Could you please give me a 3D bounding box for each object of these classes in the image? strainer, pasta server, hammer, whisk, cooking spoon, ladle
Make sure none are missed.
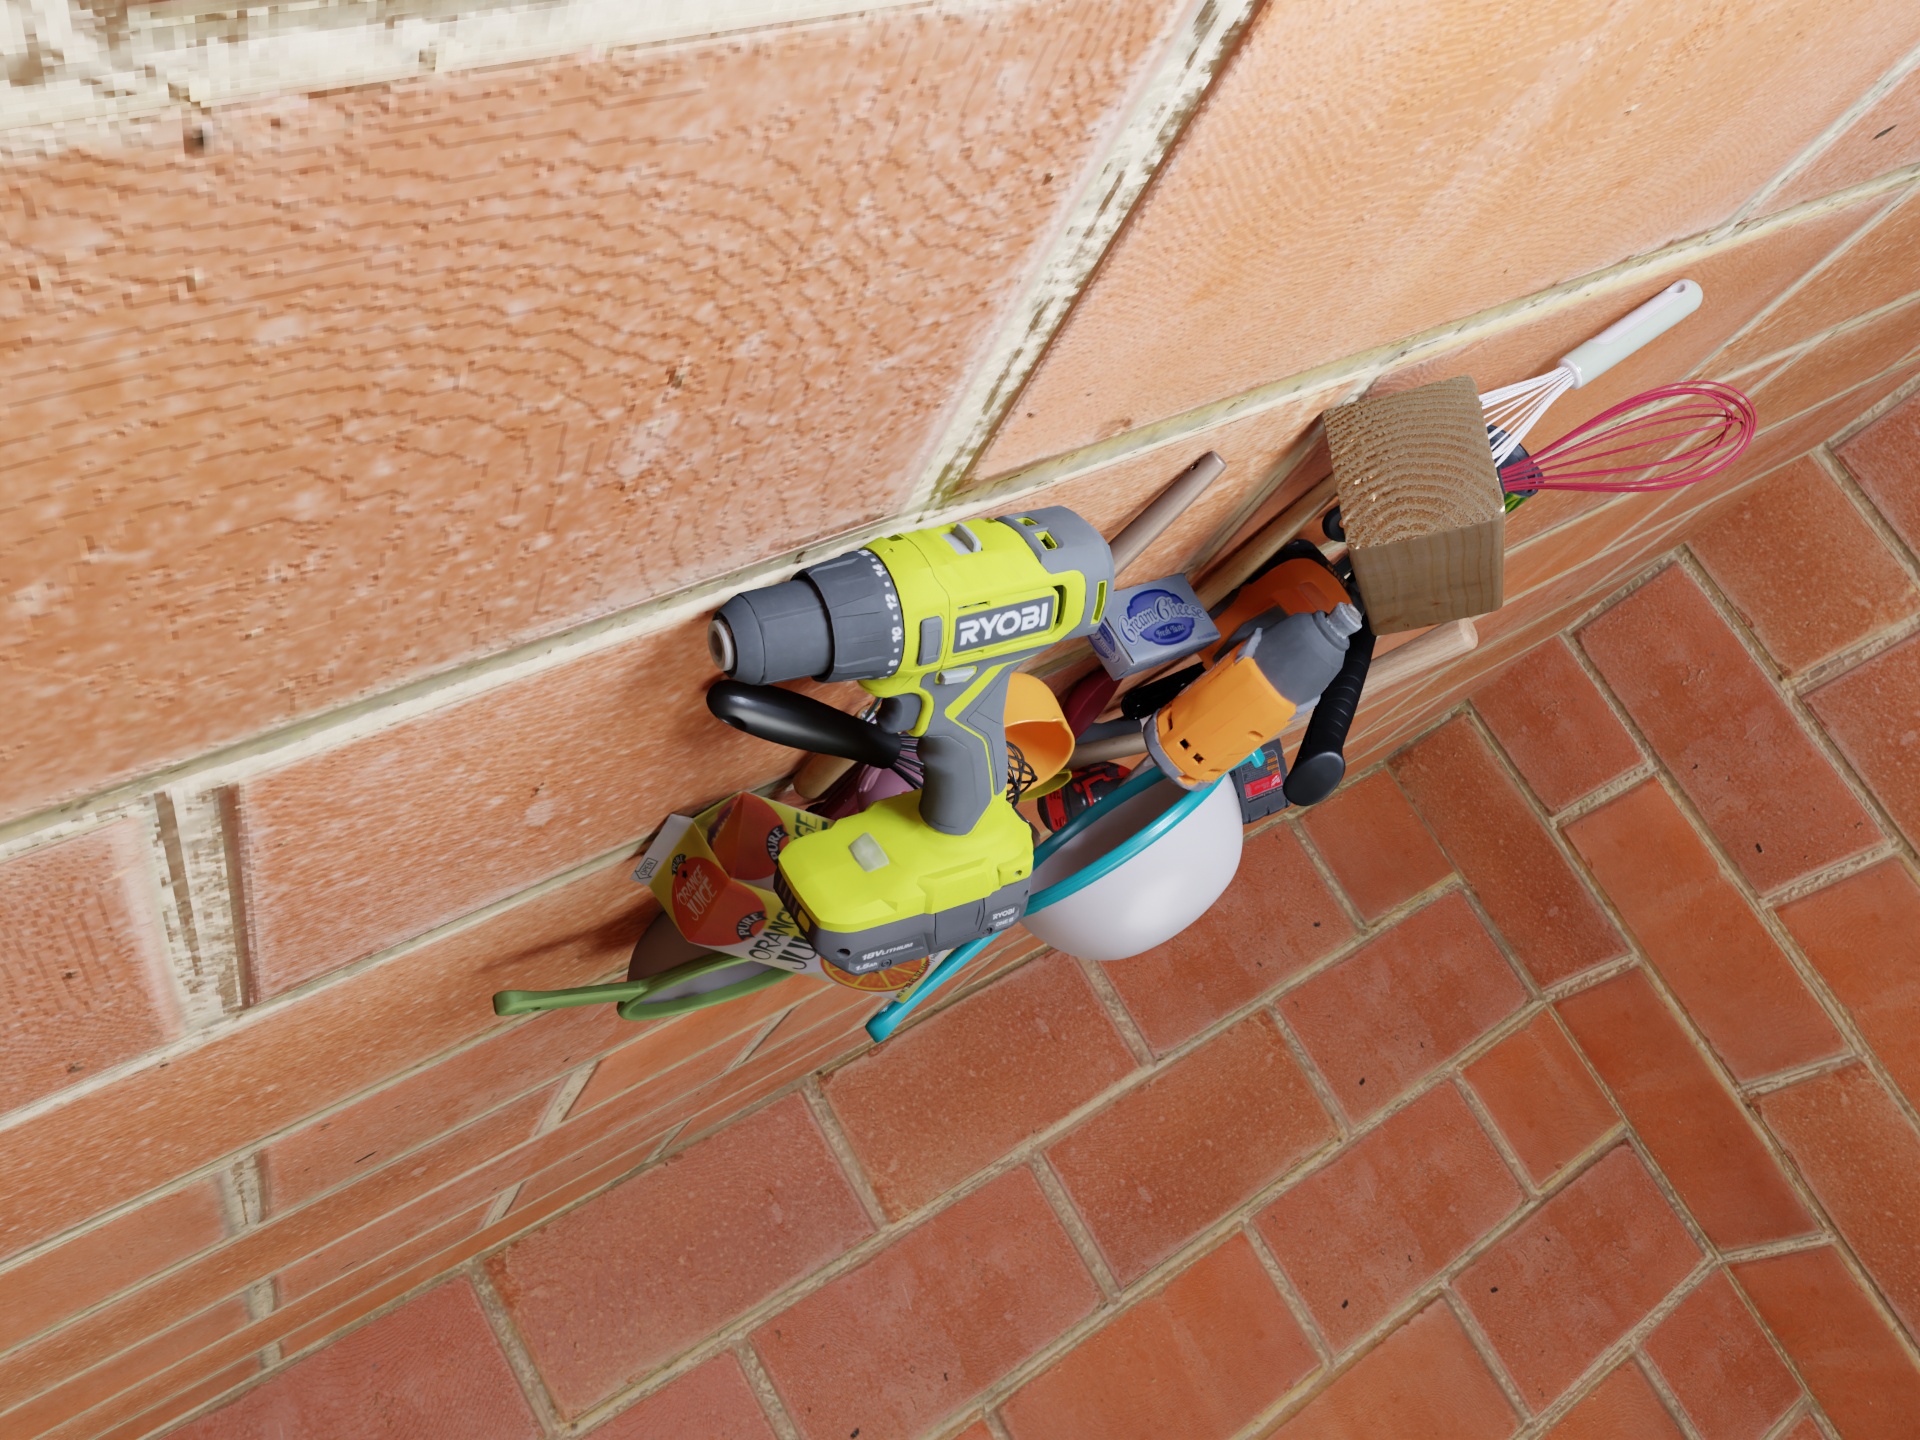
[{"bbox_3d":[0.086,0.150,1.165,0.340,0.095,0.211,-38,-175,-18],"label":"strainer"},{"bbox_3d":[0.041,-0.040,0.936,0.040,0.060,0.316,35,113,-28],"label":"pasta server"},{"bbox_3d":[0.297,-0.052,1.209,0.146,0.035,0.335,-39,-166,44],"label":"hammer"},{"bbox_3d":[0.402,-0.173,1.122,0.296,0.073,0.073,-14,173,19],"label":"whisk"},{"bbox_3d":[-0.043,0.014,0.860,0.055,0.055,0.238,-38,144,28],"label":"whisk"},{"bbox_3d":[-0.220,0.163,1.125,0.256,0.069,0.151,1,154,-48],"label":"strainer"},{"bbox_3d":[0.414,-0.236,1.098,0.246,0.059,0.058,-33,-149,-7],"label":"whisk"},{"bbox_3d":[0.265,-0.002,1.297,0.331,0.031,0.130,-29,-168,31],"label":"hammer"},{"bbox_3d":[0.068,0.031,1.228,0.319,0.017,0.068,-10,164,-22],"label":"cooking spoon"},{"bbox_3d":[-0.043,-0.006,0.920,0.051,0.047,0.245,0,156,-32],"label":"whisk"},{"bbox_3d":[0.170,-0.082,1.156,0.315,0.031,0.069,-43,173,37],"label":"ladle"},{"bbox_3d":[0.182,-0.003,1.431,0.284,0.070,0.070,-14,159,-38],"label":"whisk"}]

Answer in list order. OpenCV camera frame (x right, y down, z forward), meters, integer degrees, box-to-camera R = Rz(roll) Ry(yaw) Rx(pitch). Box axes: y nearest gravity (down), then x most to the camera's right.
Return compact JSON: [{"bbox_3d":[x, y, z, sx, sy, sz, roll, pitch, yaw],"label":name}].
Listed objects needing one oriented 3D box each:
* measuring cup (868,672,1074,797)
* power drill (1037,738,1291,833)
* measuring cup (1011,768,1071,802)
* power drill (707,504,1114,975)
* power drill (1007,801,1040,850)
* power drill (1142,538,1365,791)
[{"bbox_3d":[-0.002,-0.003,1.034,0.173,0.052,0.095,22,128,-43],"label":"measuring cup"},{"bbox_3d":[0.197,0.063,1.531,0.220,0.078,0.143,-10,-178,39],"label":"power drill"},{"bbox_3d":[0.040,0.039,1.338,0.062,0.029,0.156,-30,157,24],"label":"measuring cup"},{"bbox_3d":[-0.030,0.011,0.772,0.190,0.080,0.228,-15,132,-26],"label":"power drill"},{"bbox_3d":[0.002,0.120,1.329,0.185,0.084,0.226,-38,164,-19],"label":"power drill"},{"bbox_3d":[0.221,-0.051,1.117,0.164,0.084,0.226,-41,-176,28],"label":"power drill"}]
